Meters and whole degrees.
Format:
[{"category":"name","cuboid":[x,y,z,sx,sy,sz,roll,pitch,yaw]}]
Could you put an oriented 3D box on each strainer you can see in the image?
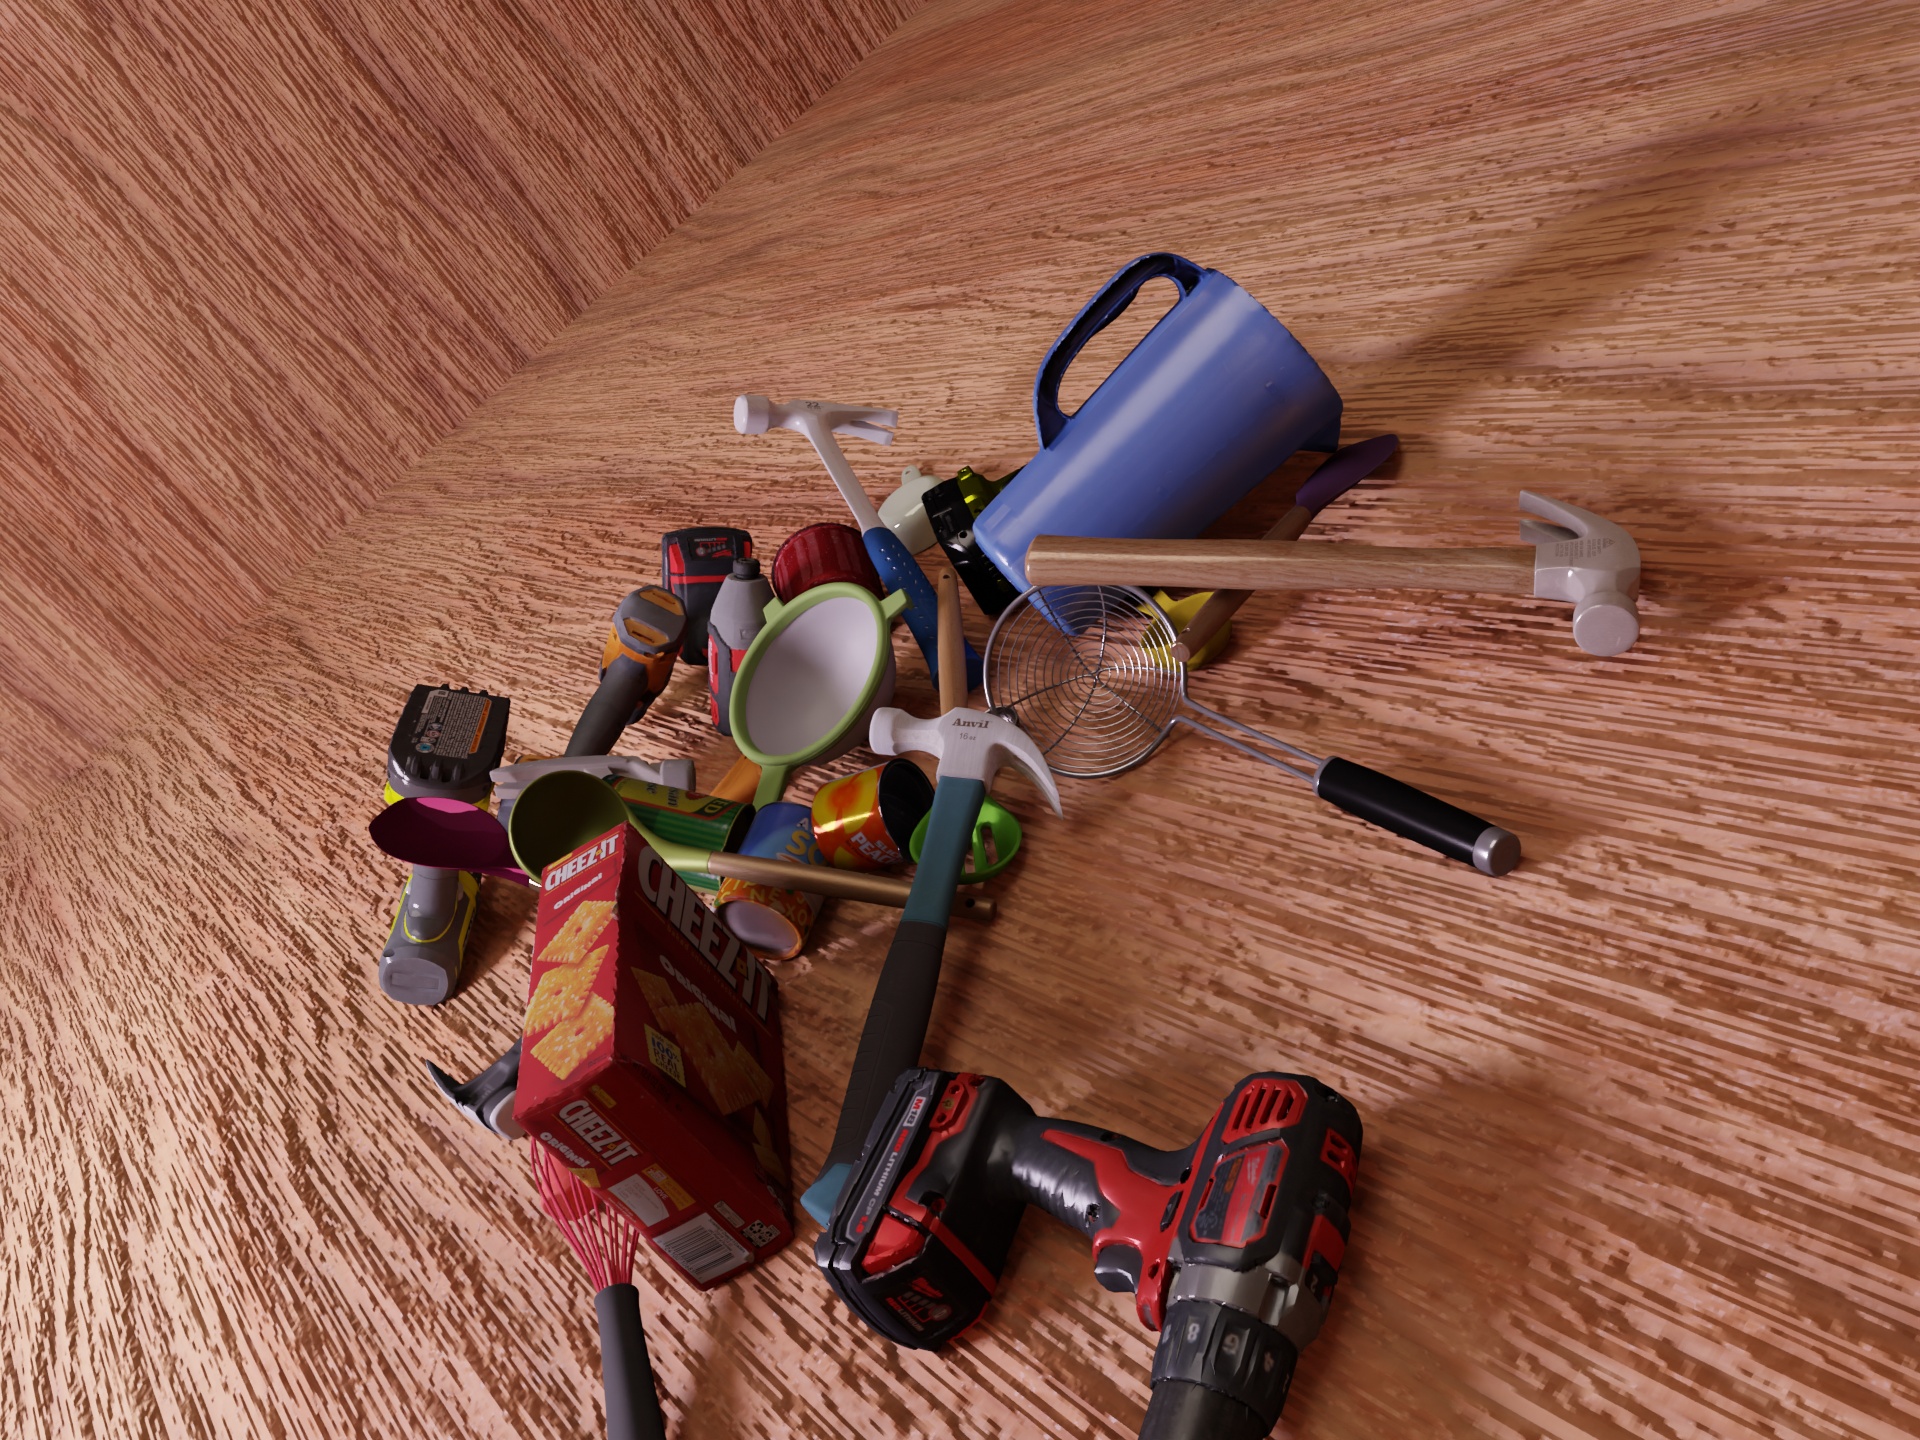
[{"category":"strainer","cuboid":[-0.109,0.026,1.159,0.151,0.069,0.256,0,66,41]}]

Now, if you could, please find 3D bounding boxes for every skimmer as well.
[{"category":"skimmer","cuboid":[0.141,0.008,0.873,0.364,0.090,0.127,29,103,56]}]

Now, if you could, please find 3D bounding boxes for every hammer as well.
[{"category":"hammer","cuboid":[-0.026,0.129,0.894,0.128,0.033,0.331,4,53,16]},{"category":"hammer","cuboid":[-0.258,0.161,1.064,0.149,0.036,0.359,-3,45,-3]},{"category":"hammer","cuboid":[-0.247,0.148,1.160,0.127,0.034,0.337,7,52,50]},{"category":"hammer","cuboid":[-0.064,-0.156,1.285,0.144,0.035,0.406,-2,39,-25]},{"category":"hammer","cuboid":[0.198,-0.087,0.885,0.331,0.031,0.130,3,34,20]}]

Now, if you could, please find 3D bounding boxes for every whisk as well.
[{"category":"whisk","cuboid":[-0.185,0.290,0.846,0.073,0.073,0.296,-34,40,7]}]

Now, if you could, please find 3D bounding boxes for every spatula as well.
[{"category":"spatula","cuboid":[0.202,-0.116,0.979,0.060,0.018,0.316,-11,23,41]}]

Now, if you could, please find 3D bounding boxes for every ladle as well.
[{"category":"ladle","cuboid":[-0.133,0.087,0.979,0.320,0.062,0.078,8,67,19]}]

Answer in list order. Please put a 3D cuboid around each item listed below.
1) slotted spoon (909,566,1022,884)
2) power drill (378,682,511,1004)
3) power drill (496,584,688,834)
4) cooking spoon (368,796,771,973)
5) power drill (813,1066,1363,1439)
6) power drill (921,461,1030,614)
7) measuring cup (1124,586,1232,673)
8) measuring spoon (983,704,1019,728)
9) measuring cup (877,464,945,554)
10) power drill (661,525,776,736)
[{"category":"slotted spoon","cuboid":[-0.002,-0.003,1.066,0.070,0.031,0.314,-7,43,3]},{"category":"power drill","cuboid":[-0.416,0.088,1.285,0.191,0.080,0.228,-98,20,-57]},{"category":"power drill","cuboid":[-0.302,0.017,1.318,0.185,0.084,0.226,-51,14,59]},{"category":"cooking spoon","cuboid":[-0.266,0.116,1.072,0.319,0.017,0.069,20,40,19]},{"category":"power drill","cuboid":[0.048,0.235,0.673,0.227,0.080,0.188,-7,42,39]},{"category":"power drill","cuboid":[0.090,-0.181,1.213,0.223,0.080,0.171,-30,30,7]},{"category":"measuring cup","cuboid":[0.138,-0.066,1.058,0.062,0.029,0.157,-36,17,2]},{"category":"measuring spoon","cuboid":[0.011,0.043,1.050,0.034,0.018,0.124,-1,52,35]},{"category":"measuring cup","cuboid":[-0.045,-0.206,1.431,0.083,0.038,0.168,-32,32,10]},{"category":"power drill","cuboid":[-0.195,-0.087,1.329,0.078,0.143,0.220,-4,22,-18]}]
